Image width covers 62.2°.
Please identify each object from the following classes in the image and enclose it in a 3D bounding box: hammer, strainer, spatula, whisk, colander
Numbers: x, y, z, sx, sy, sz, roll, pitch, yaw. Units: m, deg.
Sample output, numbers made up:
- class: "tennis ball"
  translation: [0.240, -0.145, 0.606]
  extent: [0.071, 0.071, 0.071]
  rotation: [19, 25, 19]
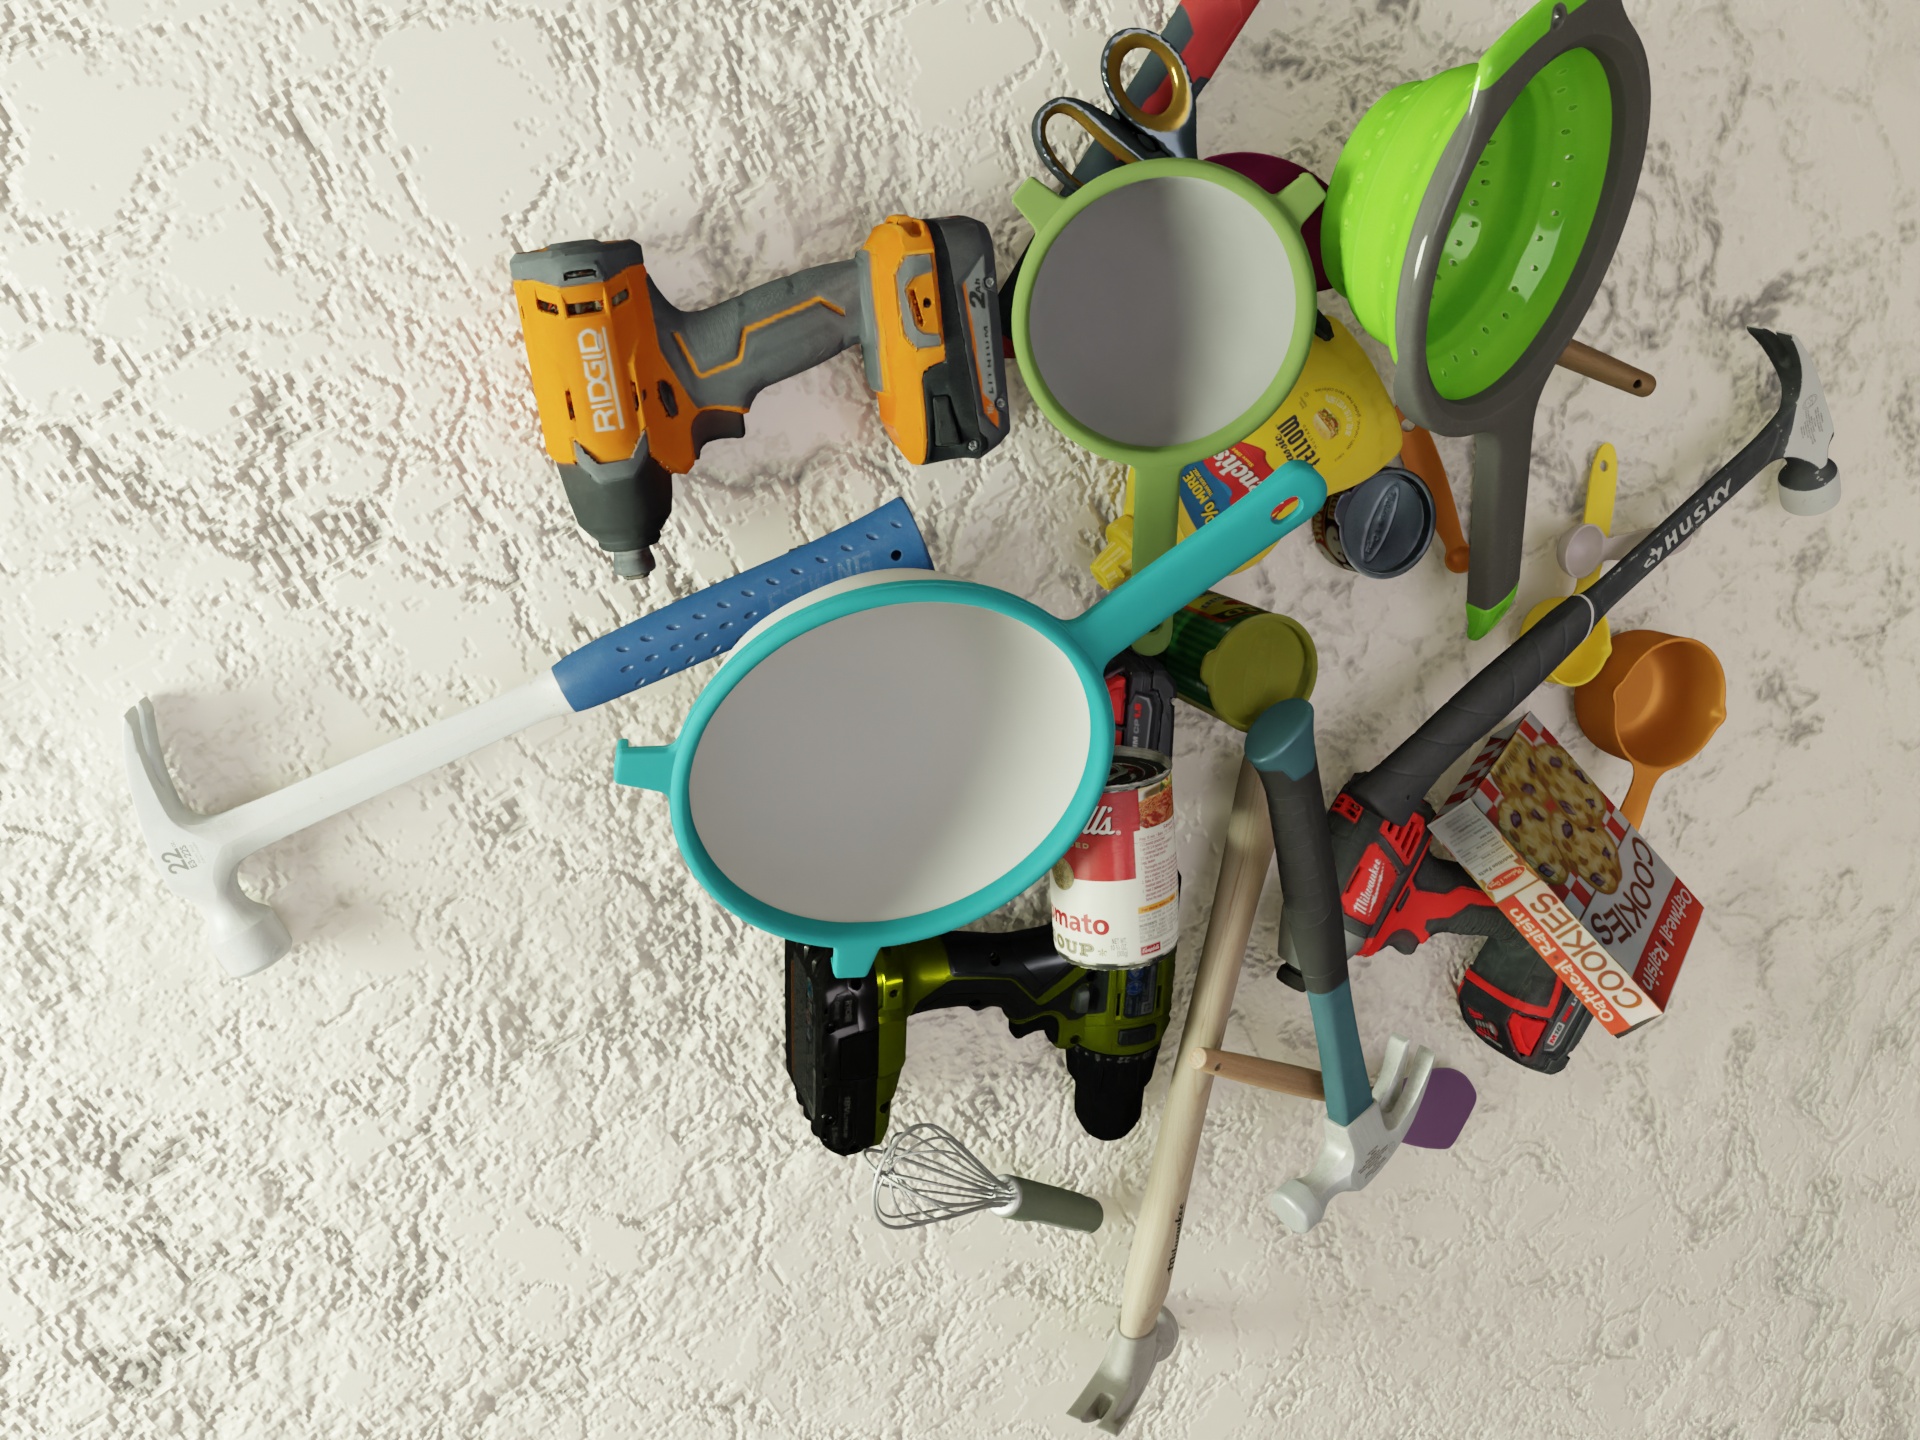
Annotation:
- class: "hammer"
  translation: [0.110, -0.364, 0.833]
  extent: [0.143, 0.038, 0.386]
  rotation: [32, 92, -23]
- class: "strainer"
  translation: [0.100, -0.162, 0.830]
  extent: [0.151, 0.069, 0.256]
  rotation: [-2, 116, -2]
- class: "spatula"
  translation: [0.244, 0.233, 1.005]
  extent: [0.315, 0.018, 0.060]
  rotation: [21, 97, -41]
- class: "whisk"
  translation: [0.021, 0.275, 0.922]
  extent: [0.246, 0.058, 0.059]
  rotation: [34, 75, -51]
- class: "colander"
  translation: [0.262, -0.200, 0.852]
  extent: [0.204, 0.095, 0.396]
  rotation: [-42, 142, -22]
- class: "hammer"
  translation: [0.388, -0.077, 0.965]
  extent: [0.409, 0.036, 0.149]
  rotation: [-40, 127, -12]
- class: "hammer"
  translation: [0.139, 0.221, 0.963]
  extent: [0.038, 0.146, 0.410]
  rotation: [14, 96, 20]
- class: "hammer"
  translation: [-0.208, -0.016, 0.782]
  extent: [0.405, 0.035, 0.144]
  rotation: [-24, 110, -2]
- class: "hammer"
  translation: [0.207, 0.138, 0.909]
  extent: [0.128, 0.033, 0.330]
  rotation: [-31, 121, -26]
- class: "strainer"
  translation: [0.013, -0.033, 0.759]
  extent: [0.340, 0.095, 0.210]
  rotation: [-35, 128, 7]

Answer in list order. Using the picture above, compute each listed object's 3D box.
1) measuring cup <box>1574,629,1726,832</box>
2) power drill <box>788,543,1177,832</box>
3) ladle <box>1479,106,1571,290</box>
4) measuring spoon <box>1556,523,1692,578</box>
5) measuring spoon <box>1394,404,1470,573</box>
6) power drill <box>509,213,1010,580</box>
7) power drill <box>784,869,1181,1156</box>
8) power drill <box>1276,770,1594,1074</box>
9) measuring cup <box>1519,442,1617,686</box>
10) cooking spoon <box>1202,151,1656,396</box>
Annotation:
- class: "measuring cup"
  translation: [0.434, 0.024, 1.043]
  extent: [0.095, 0.052, 0.173]
  rotation: [10, 102, -22]
- class: "power drill"
  translation: [-0.001, -0.003, 0.871]
  extent: [0.226, 0.080, 0.188]
  rotation: [-2, 105, -16]
- class: "ladle"
  translation: [0.326, -0.230, 0.935]
  extent: [0.078, 0.062, 0.320]
  rotation: [-9, 109, -17]
- class: "measuring spoon"
  translation: [0.417, -0.111, 1.003]
  extent: [0.124, 0.018, 0.034]
  rotation: [-8, 111, -31]
- class: "measuring spoon"
  translation: [0.288, -0.142, 0.969]
  extent: [0.021, 0.011, 0.116]
  rotation: [-21, 111, 19]
- class: "power drill"
  translation: [-0.095, -0.164, 0.793]
  extent: [0.226, 0.084, 0.164]
  rotation: [-11, 110, -13]
- class: "power drill"
  translation: [0.019, 0.176, 0.924]
  extent: [0.228, 0.080, 0.190]
  rotation: [-7, 114, -20]
- class: "power drill"
  translation: [0.305, 0.137, 1.016]
  extent: [0.219, 0.079, 0.143]
  rotation: [27, 94, -20]
- class: "measuring cup"
  translation: [0.392, -0.099, 1.014]
  extent: [0.062, 0.029, 0.156]
  rotation: [11, 88, -24]
- class: "cooking spoon"
  translation: [0.263, -0.239, 0.891]
  extent: [0.318, 0.017, 0.068]
  rotation: [16, 113, -18]
